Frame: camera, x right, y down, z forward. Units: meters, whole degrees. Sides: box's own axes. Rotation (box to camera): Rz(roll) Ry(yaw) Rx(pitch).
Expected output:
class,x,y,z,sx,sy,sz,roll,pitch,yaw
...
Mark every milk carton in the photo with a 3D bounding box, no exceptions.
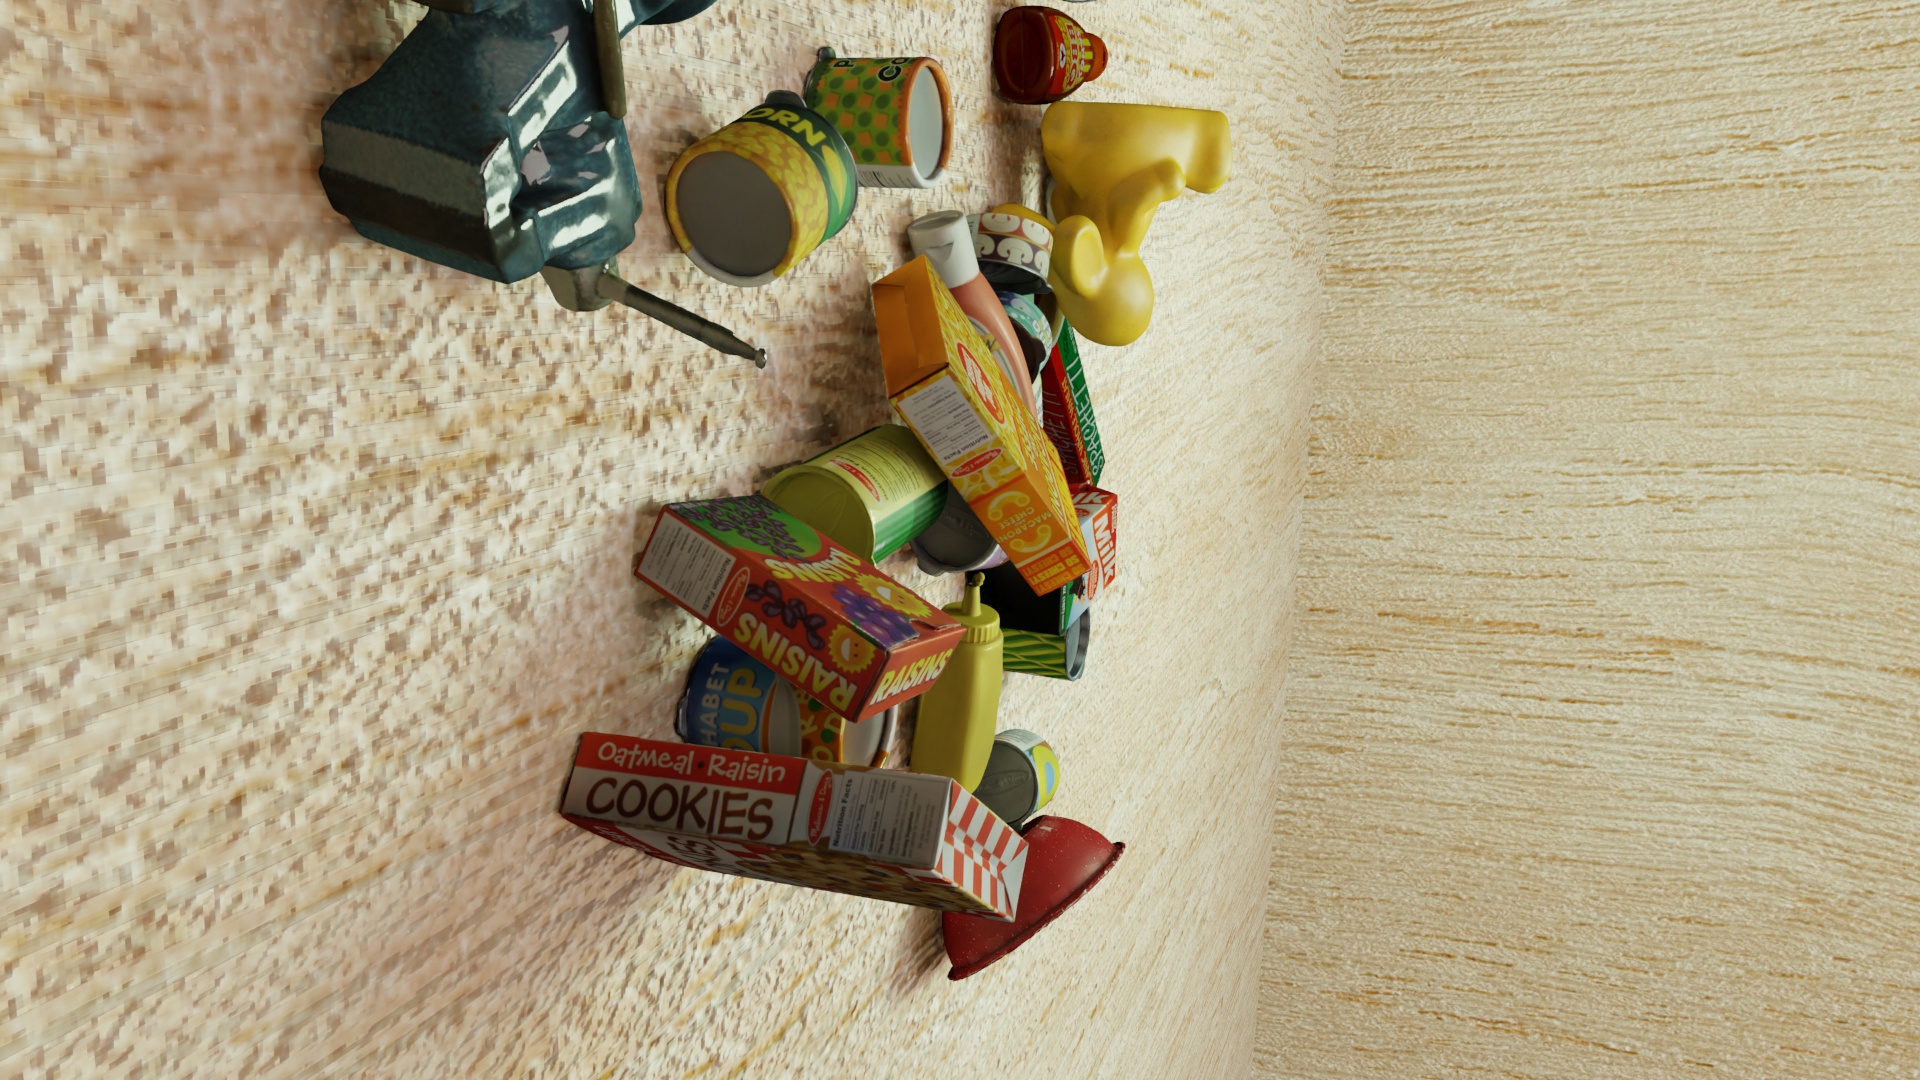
class,x,y,z,sx,sy,sz,roll,pitch,yaw
milk carton,0.072,0.007,1.067,0.191,0.073,0.072,-33,127,-64

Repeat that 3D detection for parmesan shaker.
class,x,y,z,sx,sy,sz,roll,pitch,yaw
parmesan shaker,-0.053,-0.017,0.733,0.103,0.071,0.071,-36,130,-63

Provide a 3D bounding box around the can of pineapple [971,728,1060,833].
class,x,y,z,sx,sy,sz,roll,pitch,yaw
can of pineapple,0.035,0.178,1.033,0.058,0.071,0.071,-3,100,-69

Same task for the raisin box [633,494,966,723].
class,x,y,z,sx,sy,sz,roll,pitch,yaw
raisin box,-0.070,0.026,0.621,0.040,0.123,0.086,-62,163,13

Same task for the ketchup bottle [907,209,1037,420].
class,x,y,z,sx,sy,sz,roll,pitch,yaw
ketchup bottle,0.003,-0.130,0.864,0.044,0.065,0.148,-90,166,-60

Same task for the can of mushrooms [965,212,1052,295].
class,x,y,z,sx,sy,sz,roll,pitch,yaw
can of mushrooms,0.027,-0.183,0.894,0.071,0.071,0.033,30,67,-68

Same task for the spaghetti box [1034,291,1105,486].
class,x,y,z,sx,sy,sz,roll,pitch,yaw
spaghetti box,0.079,-0.119,1.109,0.249,0.029,0.050,68,36,-52

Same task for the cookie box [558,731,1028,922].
class,x,y,z,sx,sy,sz,roll,pitch,yaw
cookie box,-0.068,0.126,0.601,0.122,0.167,0.040,54,44,-61

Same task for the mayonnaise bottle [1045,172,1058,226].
class,x,y,z,sx,sy,sz,roll,pitch,yaw
mayonnaise bottle,0.090,-0.253,1.080,0.065,0.041,0.147,-47,138,-52

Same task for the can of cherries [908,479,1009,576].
class,x,y,z,sx,sy,sz,roll,pitch,yaw
can of cherries,0.003,-0.011,0.894,0.058,0.071,0.071,-3,100,-70

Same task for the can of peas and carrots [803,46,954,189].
class,x,y,z,sx,sy,sz,roll,pitch,yaw
can of peas and carrots,-0.041,-0.218,0.717,0.071,0.059,0.071,6,91,-70

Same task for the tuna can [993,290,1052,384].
class,x,y,z,sx,sy,sz,roll,pitch,yaw
tuna can,0.027,-0.128,0.909,0.033,0.071,0.070,-58,148,-50

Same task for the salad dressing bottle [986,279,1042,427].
class,x,y,z,sx,sy,sz,roll,pitch,yaw
salad dressing bottle,0.034,-0.113,0.970,0.064,0.044,0.147,-45,137,-57

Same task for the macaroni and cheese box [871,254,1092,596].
class,x,y,z,sx,sy,sz,roll,pitch,yaw
macaroni and cheese box,0.012,-0.065,0.794,0.166,0.040,0.124,52,16,-36

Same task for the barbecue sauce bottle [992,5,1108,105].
class,x,y,z,sx,sy,sz,roll,pitch,yaw
barbecue sauce bottle,0.068,-0.344,0.988,0.149,0.043,0.064,-39,131,-62

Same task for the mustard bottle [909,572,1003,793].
class,x,y,z,sx,sy,sz,roll,pitch,yaw
mustard bottle,0.001,0.092,0.916,0.065,0.049,0.159,-41,142,-63

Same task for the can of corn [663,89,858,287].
class,x,y,z,sx,sy,sz,roll,pitch,yaw
can of corn,-0.087,-0.153,0.605,0.058,0.071,0.070,-55,146,-51

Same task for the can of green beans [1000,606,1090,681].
class,x,y,z,sx,sy,sz,roll,pitch,yaw
can of green beans,0.066,0.074,1.092,0.071,0.058,0.071,6,91,-70

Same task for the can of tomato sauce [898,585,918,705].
class,x,y,z,sx,sy,sz,roll,pitch,yaw
can of tomato sauce,-0.056,0.068,0.757,0.083,0.071,0.071,-37,131,-62

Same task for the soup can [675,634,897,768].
class,x,y,z,sx,sy,sz,roll,pitch,yaw
soup can,-0.082,0.084,0.668,0.071,0.084,0.071,6,91,-69
